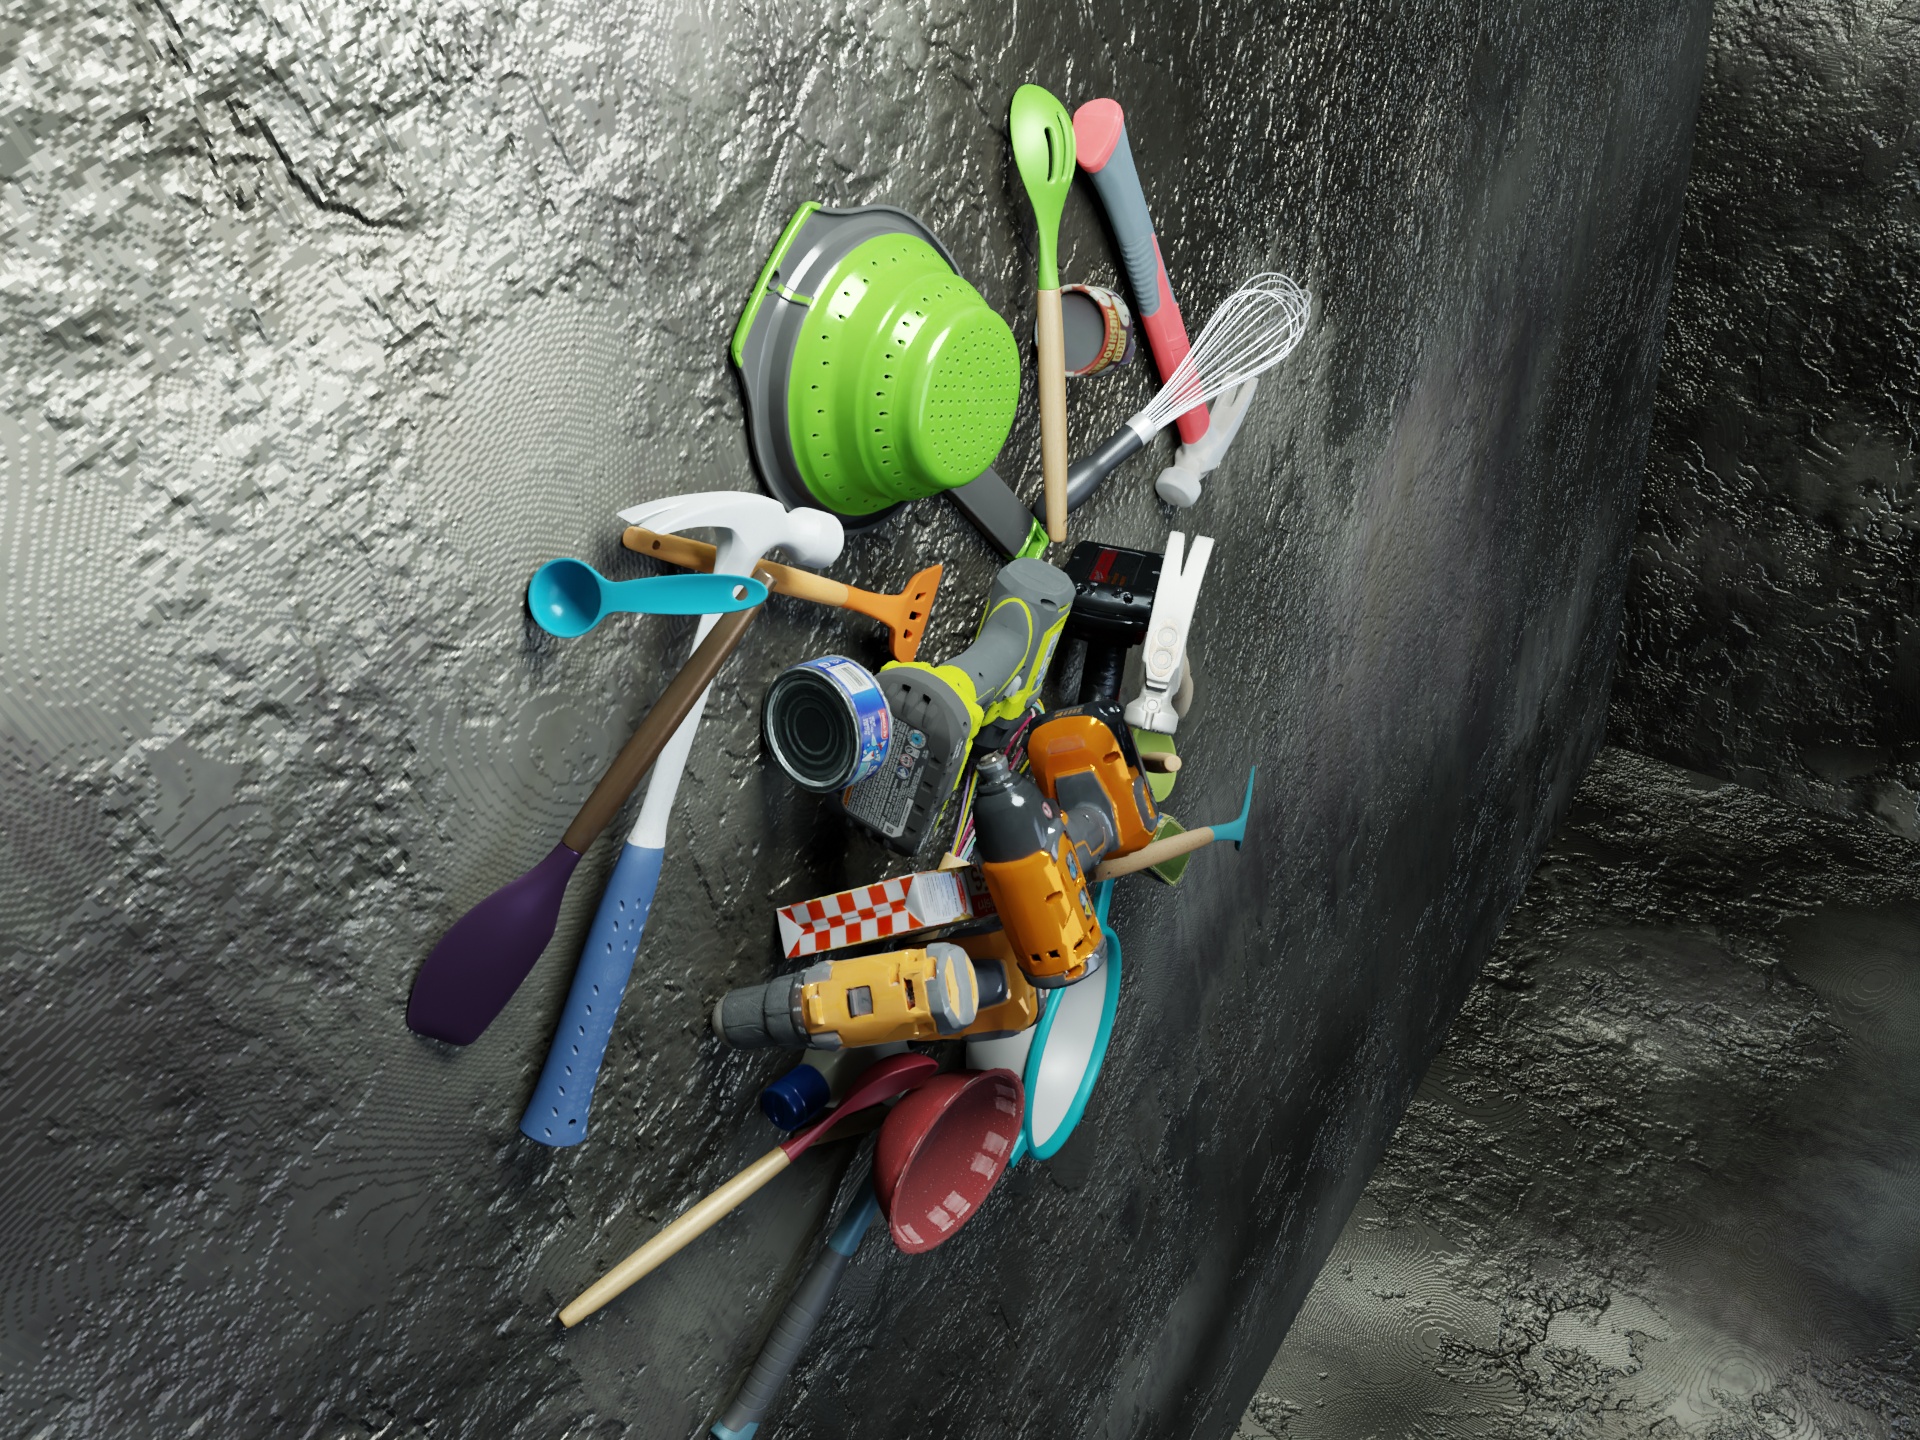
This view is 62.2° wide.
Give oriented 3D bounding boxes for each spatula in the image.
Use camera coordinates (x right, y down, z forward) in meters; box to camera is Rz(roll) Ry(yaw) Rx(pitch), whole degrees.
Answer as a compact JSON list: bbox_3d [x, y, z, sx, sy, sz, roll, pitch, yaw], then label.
[{"bbox_3d":[-0.099,-0.086,1.012,0.322,0.041,0.081,11,98,-55],"label":"spatula"},{"bbox_3d":[0.200,0.106,1.439,0.317,0.044,0.082,-11,117,-51],"label":"spatula"},{"bbox_3d":[-0.198,0.047,0.864,0.059,0.018,0.316,35,93,-42],"label":"spatula"}]

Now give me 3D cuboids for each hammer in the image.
[{"bbox_3d":[-0.185,0.061,0.925,0.144,0.035,0.405,7,105,-52],"label":"hammer"},{"bbox_3d":[0.180,-0.052,1.329,0.410,0.038,0.146,20,83,-81],"label":"hammer"},{"bbox_3d":[0.163,-0.339,1.260,0.143,0.038,0.385,-60,148,-18],"label":"hammer"},{"bbox_3d":[-0.106,0.440,1.286,0.331,0.033,0.128,-59,148,-8],"label":"hammer"}]

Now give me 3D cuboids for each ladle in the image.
[{"bbox_3d":[-0.145,0.324,1.124,0.315,0.031,0.069,-32,160,-27],"label":"ladle"},{"bbox_3d":[0.173,0.035,1.356,0.320,0.062,0.078,77,9,-89],"label":"ladle"}]

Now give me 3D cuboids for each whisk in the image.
[{"bbox_3d":[0.164,-0.248,1.243,0.284,0.070,0.070,-41,144,-6],"label":"whisk"},{"bbox_3d":[0.010,0.092,1.275,0.245,0.051,0.047,-66,155,0],"label":"whisk"}]

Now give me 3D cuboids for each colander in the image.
[{"bbox_3d":[0.005,-0.180,1.047,0.396,0.094,0.204,37,76,-59],"label":"colander"}]

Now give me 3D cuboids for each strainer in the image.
[{"bbox_3d":[0.076,0.211,1.407,0.211,0.095,0.340,5,97,-68],"label":"strainer"}]

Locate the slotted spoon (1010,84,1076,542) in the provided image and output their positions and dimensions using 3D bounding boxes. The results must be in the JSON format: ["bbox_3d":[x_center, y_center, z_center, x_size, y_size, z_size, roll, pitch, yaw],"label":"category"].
[{"bbox_3d":[0.064,-0.275,1.109,0.070,0.031,0.313,-34,128,-49],"label":"slotted spoon"}]

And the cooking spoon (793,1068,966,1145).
[{"bbox_3d":[-0.043,0.331,1.357,0.318,0.017,0.069,7,94,-59],"label":"cooking spoon"}]

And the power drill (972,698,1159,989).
[{"bbox_3d":[0.071,0.066,1.138,0.164,0.084,0.226,69,24,-16],"label":"power drill"}]

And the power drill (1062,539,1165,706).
[{"bbox_3d":[0.111,-0.023,1.301,0.143,0.078,0.219,-60,159,-60],"label":"power drill"}]

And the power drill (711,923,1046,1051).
[{"bbox_3d":[-0.052,0.198,1.132,0.226,0.185,0.084,15,65,-67],"label":"power drill"}]

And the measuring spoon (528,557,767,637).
[{"bbox_3d":[-0.162,-0.066,0.834,0.021,0.128,0.042,-42,131,-80],"label":"measuring spoon"}]

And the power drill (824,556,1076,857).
[{"bbox_3d":[-0.002,-0.004,1.133,0.223,0.080,0.171,-42,156,-53],"label":"power drill"}]
